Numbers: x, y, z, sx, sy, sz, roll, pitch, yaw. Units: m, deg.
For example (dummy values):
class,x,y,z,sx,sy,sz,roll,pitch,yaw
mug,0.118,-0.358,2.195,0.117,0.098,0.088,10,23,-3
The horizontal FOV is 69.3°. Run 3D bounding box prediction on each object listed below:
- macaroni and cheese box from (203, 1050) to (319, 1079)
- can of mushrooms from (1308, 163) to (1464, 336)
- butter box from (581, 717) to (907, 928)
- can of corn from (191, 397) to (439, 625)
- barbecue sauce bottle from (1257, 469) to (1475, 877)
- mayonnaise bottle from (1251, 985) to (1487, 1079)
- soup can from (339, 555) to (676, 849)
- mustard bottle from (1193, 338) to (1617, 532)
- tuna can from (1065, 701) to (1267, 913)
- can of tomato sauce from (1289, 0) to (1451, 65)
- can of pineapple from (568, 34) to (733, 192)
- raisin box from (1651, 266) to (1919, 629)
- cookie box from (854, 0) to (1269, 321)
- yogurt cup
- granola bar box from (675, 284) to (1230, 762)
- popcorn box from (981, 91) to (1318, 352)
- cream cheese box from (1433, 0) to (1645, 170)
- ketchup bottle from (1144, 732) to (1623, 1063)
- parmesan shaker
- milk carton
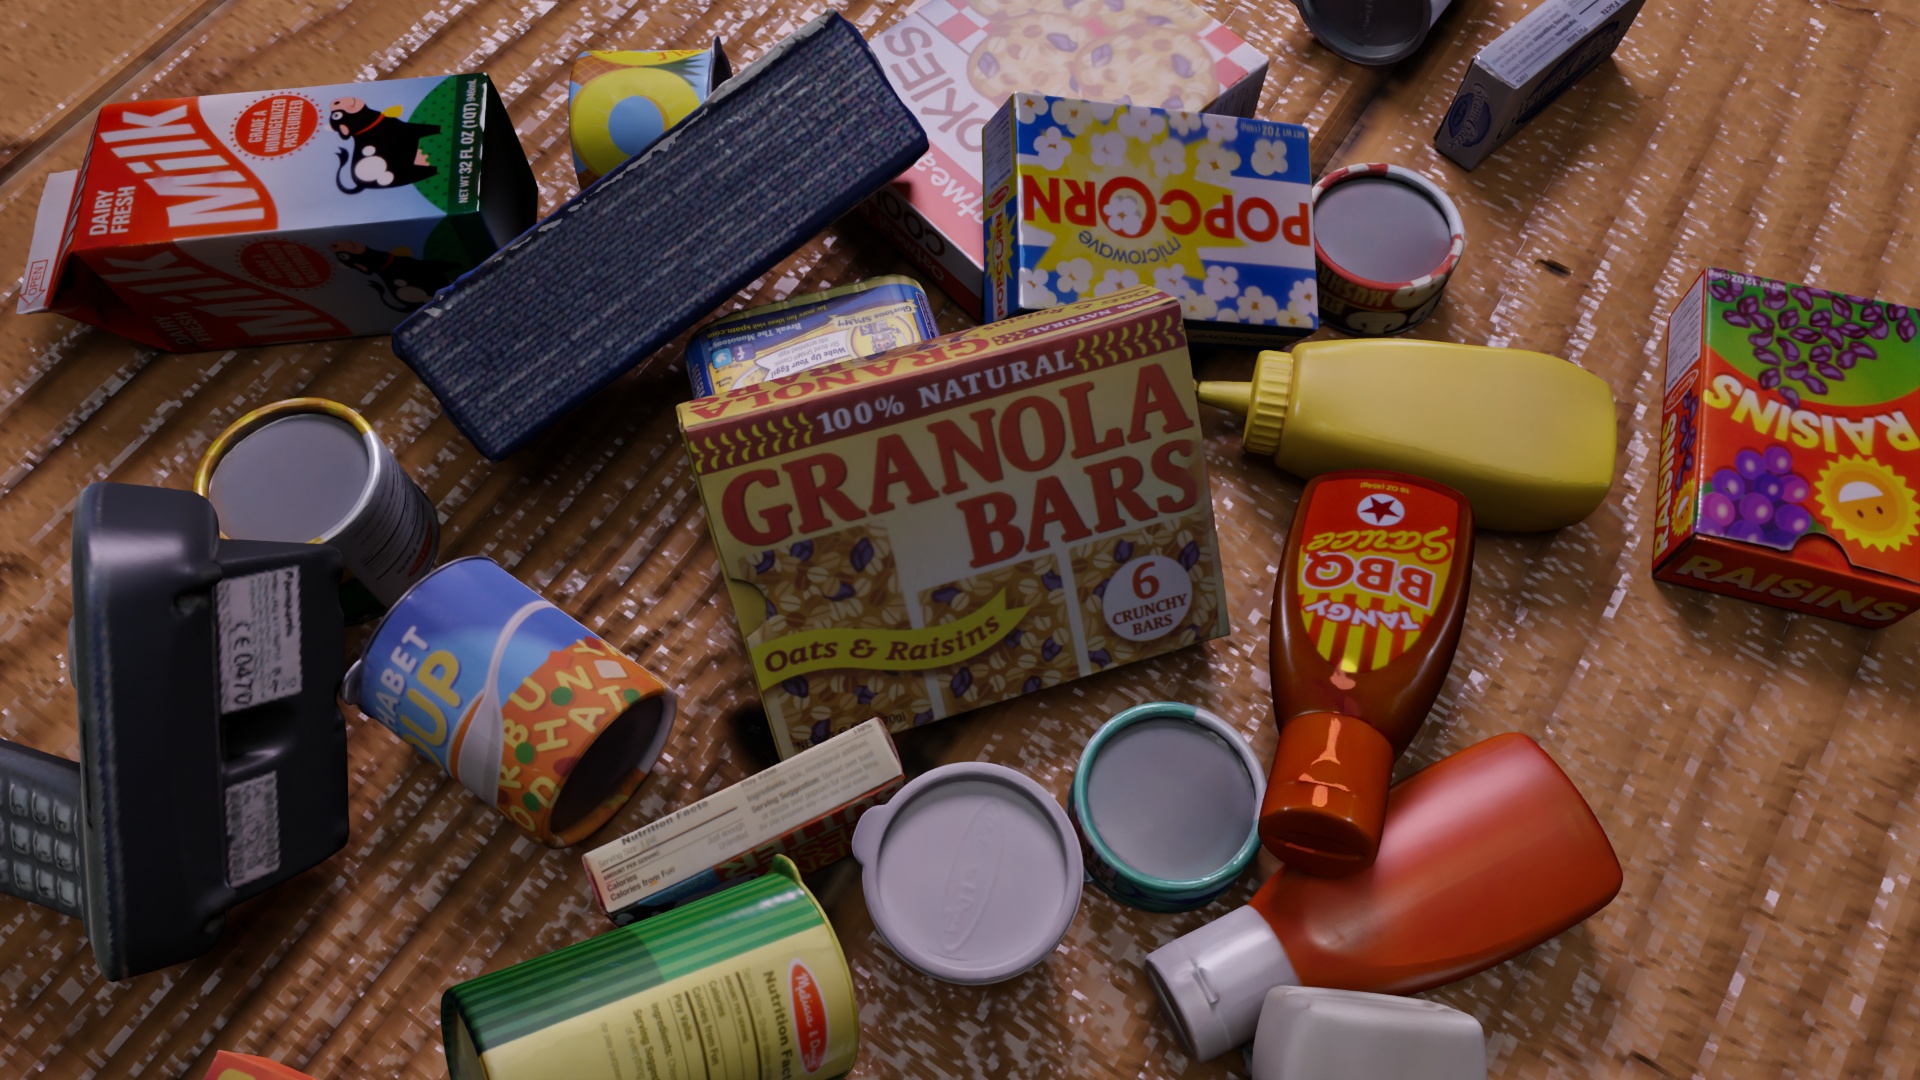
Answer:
class,x,y,z,sx,sy,sz,roll,pitch,yaw
macaroni and cheese box,-0.192,0.248,0.391,0.124,0.040,0.167,17,66,8
can of mushrooms,0.168,-0.118,0.569,0.071,0.033,0.071,0,65,0
butter box,-0.066,0.097,0.456,0.104,0.053,0.024,-24,64,-11
can of corn,-0.236,-0.010,0.506,0.071,0.058,0.071,0,64,0
barbecue sauce bottle,0.132,0.040,0.466,0.065,0.043,0.149,9,48,19
mayonnaise bottle,0.110,0.205,0.390,0.065,0.041,0.148,9,80,-9
soup can,-0.150,0.056,0.468,0.084,0.071,0.071,32,69,14
mustard bottle,0.159,-0.046,0.526,0.160,0.048,0.065,11,64,6
tuna can,0.067,0.091,0.469,0.071,0.032,0.071,0,64,0
can of tomato sauce,0.197,-0.267,0.624,0.071,0.071,0.083,33,68,15
can of pineapple,-0.126,-0.172,0.578,0.058,0.070,0.071,0,64,1
raisin box,0.316,-0.037,0.525,0.086,0.040,0.124,14,66,6
cookie box,0.029,-0.186,0.600,0.168,0.040,0.123,-39,71,-18
yogurt cup,0.004,0.111,0.448,0.072,0.053,0.072,0,64,0
granola bar box,0.002,-0.006,0.471,0.166,0.123,0.039,-16,22,-7
popcorn box,0.074,-0.121,0.539,0.127,0.038,0.085,1,83,-17
cream cheese box,0.254,-0.210,0.602,0.104,0.053,0.024,-39,72,-16
ketchup bottle,0.133,0.119,0.449,0.149,0.043,0.065,-23,64,-10
parmesan shaker,-0.091,0.142,0.406,0.103,0.071,0.071,-12,62,-32
milk carton,-0.274,-0.128,0.555,0.191,0.073,0.072,-5,65,-2
